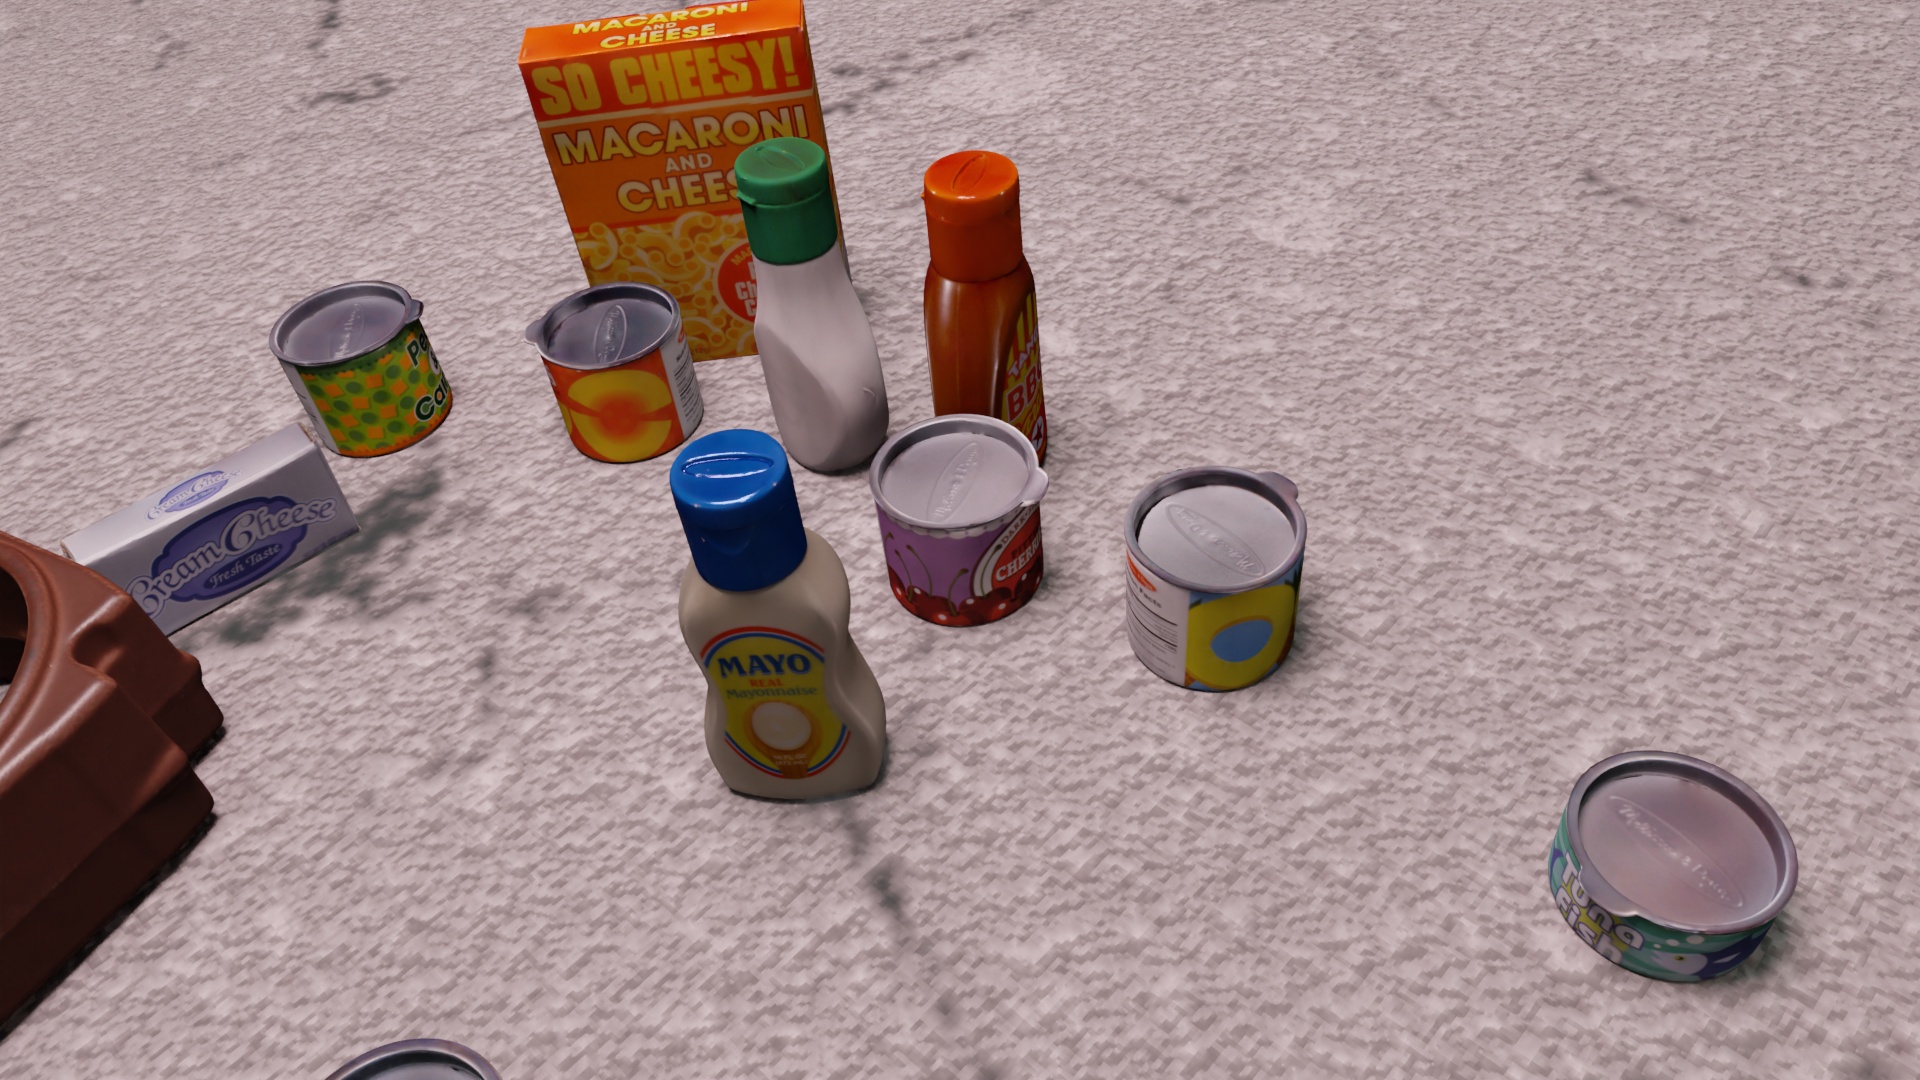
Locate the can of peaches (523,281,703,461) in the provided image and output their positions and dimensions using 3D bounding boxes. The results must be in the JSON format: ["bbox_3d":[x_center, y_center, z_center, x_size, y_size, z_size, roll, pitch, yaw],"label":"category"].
[{"bbox_3d":[-0.160,-0.078,0.648,0.071,0.057,0.071,-3,45,3],"label":"can of peaches"}]

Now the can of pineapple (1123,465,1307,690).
[{"bbox_3d":[0.097,0.014,0.526,0.071,0.057,0.071,-3,45,3],"label":"can of pineapple"}]

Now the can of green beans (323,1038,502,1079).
[{"bbox_3d":[-0.149,0.183,0.386,0.071,0.057,0.071,-3,45,3],"label":"can of green beans"}]

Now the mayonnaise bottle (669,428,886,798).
[{"bbox_3d":[-0.064,0.029,0.465,0.065,0.147,0.041,-3,45,4],"label":"mayonnaise bottle"}]

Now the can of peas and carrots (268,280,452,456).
[{"bbox_3d":[-0.284,-0.083,0.667,0.071,0.058,0.071,-3,45,3],"label":"can of peas and carrots"}]

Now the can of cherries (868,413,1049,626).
[{"bbox_3d":[0.002,-0.007,0.558,0.071,0.058,0.072,-3,45,3],"label":"can of cherries"}]

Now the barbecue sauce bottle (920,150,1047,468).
[{"bbox_3d":[0.009,-0.086,0.572,0.044,0.147,0.065,12,48,18],"label":"barbecue sauce bottle"}]

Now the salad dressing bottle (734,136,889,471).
[{"bbox_3d":[-0.064,-0.097,0.593,0.044,0.146,0.064,-35,51,-25],"label":"salad dressing bottle"}]

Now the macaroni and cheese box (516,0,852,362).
[{"bbox_3d":[-0.121,-0.163,0.652,0.124,0.165,0.040,-8,45,-1],"label":"macaroni and cheese box"}]

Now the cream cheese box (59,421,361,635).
[{"bbox_3d":[-0.317,-0.003,0.594,0.104,0.053,0.024,-34,51,-25],"label":"cream cheese box"}]

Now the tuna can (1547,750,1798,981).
[{"bbox_3d":[0.221,0.104,0.439,0.071,0.032,0.071,-3,45,3],"label":"tuna can"}]
